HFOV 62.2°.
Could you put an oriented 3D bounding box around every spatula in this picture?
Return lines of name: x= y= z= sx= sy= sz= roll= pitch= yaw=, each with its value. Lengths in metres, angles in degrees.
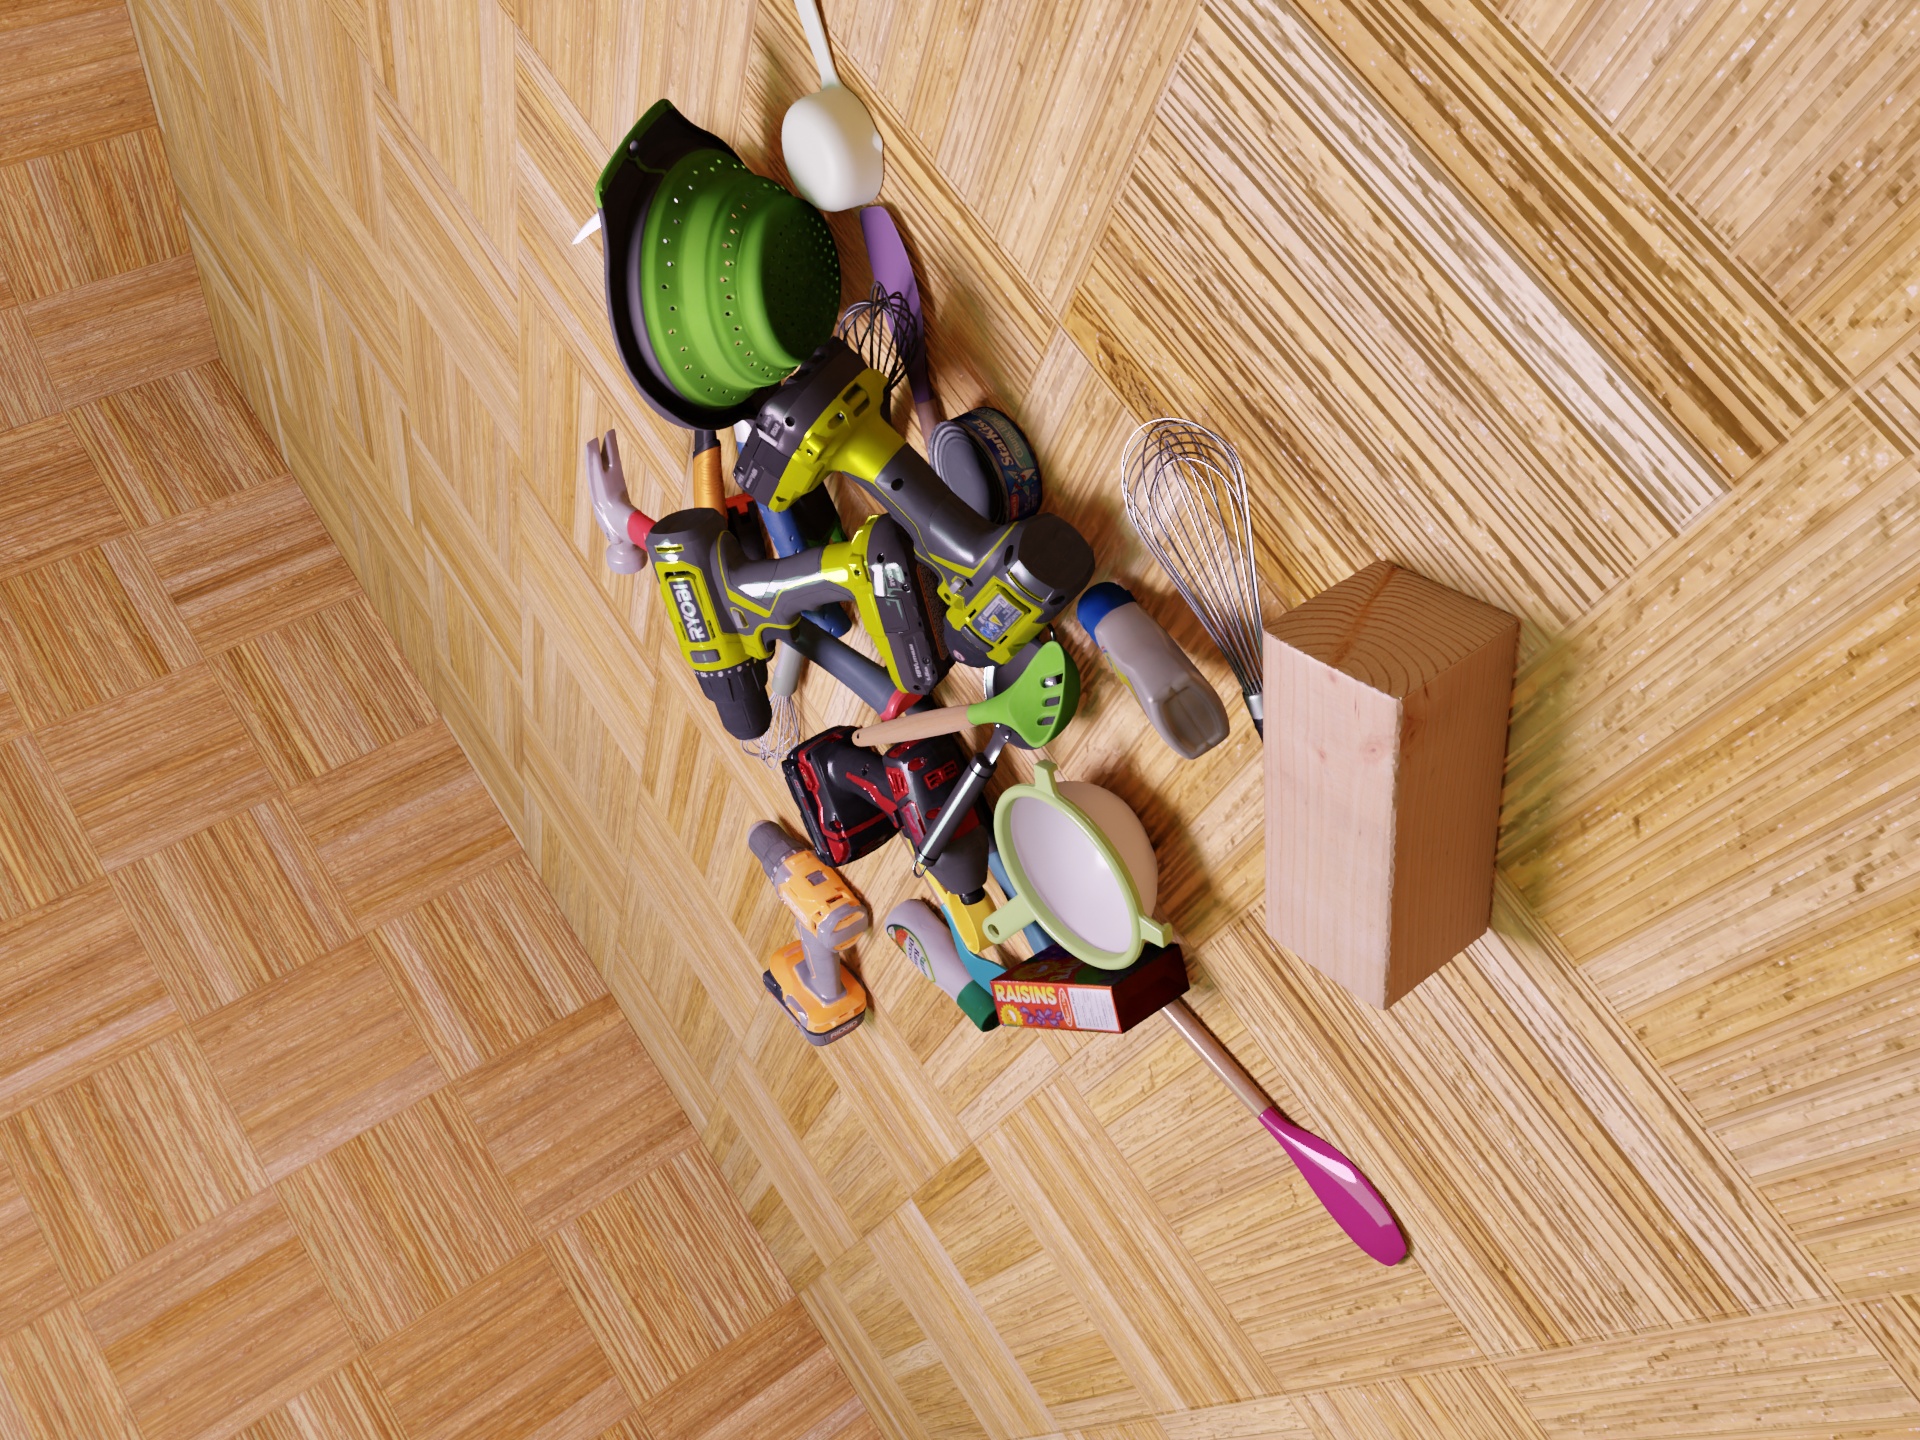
spatula: x=-0.016 y=0.139 z=1.446 sx=0.318 sy=0.044 sz=0.082 roll=61 pitch=155 yaw=12
spatula: x=-0.017 y=-0.199 z=1.111 sx=0.060 sy=0.018 sz=0.315 roll=26 pitch=137 yaw=57

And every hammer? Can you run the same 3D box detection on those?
hammer: x=-0.182 y=-0.115 z=1.347 sx=0.387 sy=0.038 sz=0.143 roll=33 pitch=144 yaw=30
hammer: x=0.021 y=0.096 z=1.320 sx=0.331 sy=0.033 sz=0.128 roll=62 pitch=155 yaw=-1
hammer: x=-0.177 y=-0.238 z=1.281 sx=0.144 sy=0.035 sz=0.405 roll=0 pitch=128 yaw=27
hammer: x=-0.216 y=-0.212 z=1.393 sx=0.127 sy=0.034 sz=0.336 roll=37 pitch=138 yaw=37

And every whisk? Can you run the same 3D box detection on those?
whisk: x=0.161 y=-0.041 z=0.906 sx=0.070 sy=0.070 sz=0.284 roll=9 pitch=128 yaw=59
whisk: x=-0.173 y=-0.029 z=1.541 sx=0.246 sy=0.059 sz=0.058 roll=112 pitch=152 yaw=-53
whisk: x=-0.057 y=-0.223 z=1.103 sx=0.055 sy=0.055 sz=0.238 roll=55 pitch=166 yaw=14

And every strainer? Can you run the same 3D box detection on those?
strainer: x=0.021 y=0.026 z=1.163 sx=0.087 sy=0.050 sz=0.258 roll=54 pitch=129 yaw=31
strainer: x=0.081 y=0.117 z=1.188 sx=0.151 sy=0.069 sz=0.256 roll=55 pitch=154 yaw=7

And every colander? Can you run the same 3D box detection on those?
colander: x=-0.124 y=-0.252 z=1.154 sx=0.094 sy=0.205 sz=0.396 roll=7 pitch=146 yaw=25

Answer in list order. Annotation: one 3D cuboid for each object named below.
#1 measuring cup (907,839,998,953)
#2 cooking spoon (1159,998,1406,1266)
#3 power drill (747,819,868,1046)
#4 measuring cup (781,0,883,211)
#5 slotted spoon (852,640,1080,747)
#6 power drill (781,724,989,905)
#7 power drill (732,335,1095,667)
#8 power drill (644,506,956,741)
measuring cup: x=-0.006 y=0.139 z=1.363 sx=0.157 sy=0.029 sz=0.062 roll=-130 pitch=23 yaw=-52
cooking spoon: x=0.206 y=0.269 z=1.170 sx=0.319 sy=0.017 sz=0.068 roll=48 pitch=149 yaw=26
power drill: x=-0.175 y=0.230 z=1.767 sx=0.186 sy=0.084 sz=0.226 roll=42 pitch=144 yaw=35
measuring cup: x=-0.099 y=-0.411 z=1.025 sx=0.083 sy=0.038 sz=0.167 roll=22 pitch=136 yaw=53
slotted spoon: x=-0.002 y=-0.004 z=1.143 sx=0.314 sy=0.031 sz=0.070 roll=-12 pitch=70 yaw=59
power drill: x=-0.054 y=0.076 z=1.321 sx=0.220 sy=0.078 sz=0.143 roll=6 pitch=120 yaw=59
power drill: x=-0.034 y=-0.129 z=1.041 sx=0.223 sy=0.080 sz=0.171 roll=41 pitch=153 yaw=-3
power drill: x=-0.117 y=-0.073 z=1.218 sx=0.228 sy=0.080 sz=0.190 roll=-2 pitch=120 yaw=24
